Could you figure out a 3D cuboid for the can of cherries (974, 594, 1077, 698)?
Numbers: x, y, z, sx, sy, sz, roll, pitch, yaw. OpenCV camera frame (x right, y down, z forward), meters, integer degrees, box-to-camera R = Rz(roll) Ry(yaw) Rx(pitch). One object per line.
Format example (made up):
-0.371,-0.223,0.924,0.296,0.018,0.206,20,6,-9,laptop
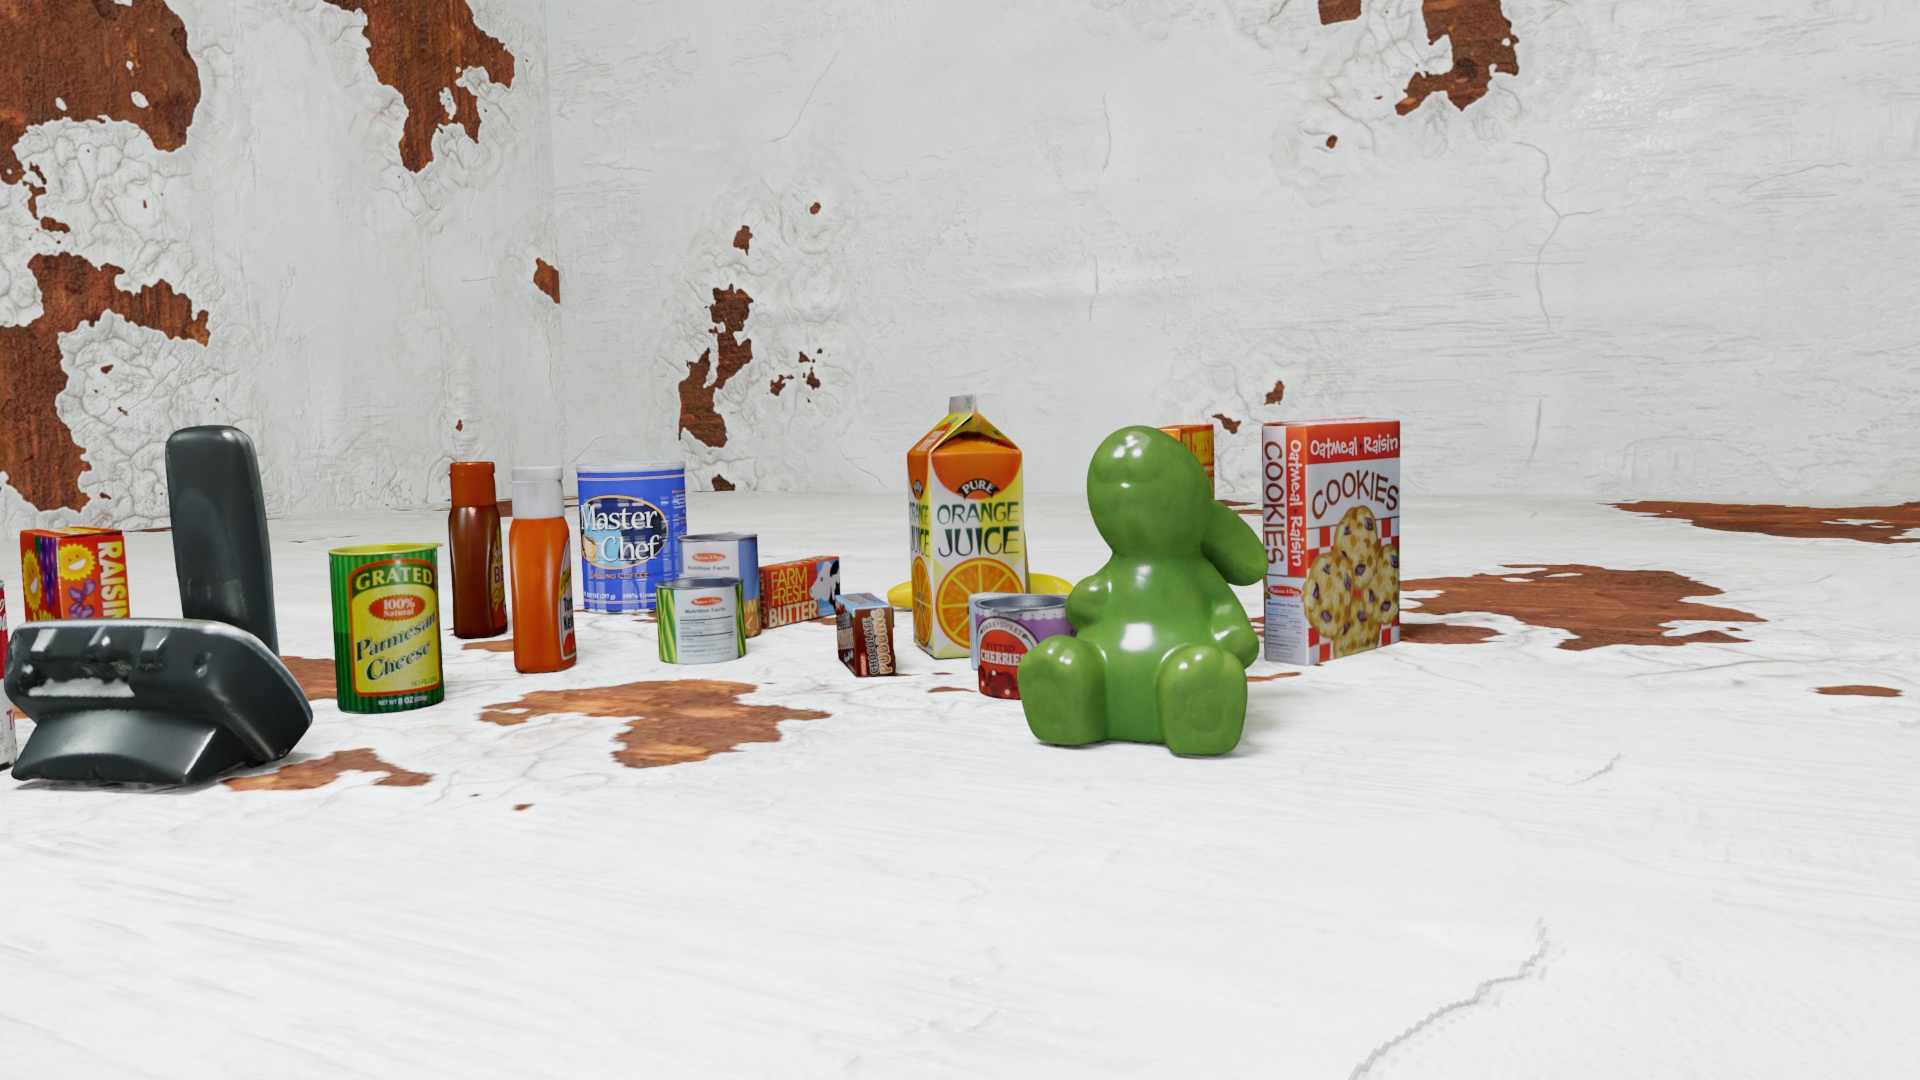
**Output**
0.041,0.067,0.888,0.071,0.058,0.071,-2,5,0,can of cherries

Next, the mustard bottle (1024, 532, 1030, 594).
0.022,-0.006,1.129,0.065,0.160,0.049,-5,6,-32,mustard bottle

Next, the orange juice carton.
0.004,-0.013,1.040,0.073,0.192,0.072,-3,5,-15,orange juice carton

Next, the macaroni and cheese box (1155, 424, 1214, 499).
0.140,0.007,0.925,0.040,0.166,0.124,0,5,20,macaroni and cheese box

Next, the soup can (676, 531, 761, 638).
-0.198,0.037,1.148,0.071,0.083,0.071,-2,5,0,soup can

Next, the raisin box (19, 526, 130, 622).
-0.543,0.054,0.856,0.086,0.123,0.040,3,7,44,raisin box

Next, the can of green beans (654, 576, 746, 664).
-0.195,0.059,1.047,0.071,0.057,0.071,-2,5,0,can of green beans

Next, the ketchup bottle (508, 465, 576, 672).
-0.308,0.020,1.020,0.043,0.148,0.065,-2,5,-6,ketchup bottle

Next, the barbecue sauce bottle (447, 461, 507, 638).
-0.414,0.007,1.189,0.044,0.148,0.065,-2,5,-9,barbecue sauce bottle

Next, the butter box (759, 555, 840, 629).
-0.145,0.044,1.218,0.024,0.053,0.104,2,6,34,butter box

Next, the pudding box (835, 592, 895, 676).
-0.068,0.066,0.987,0.030,0.049,0.084,-3,5,-14,pudding box

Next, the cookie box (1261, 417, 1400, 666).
0.266,-0.003,0.994,0.123,0.167,0.040,-6,7,-42,cookie box

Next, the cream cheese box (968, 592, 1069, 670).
0.056,0.064,0.950,0.104,0.053,0.024,1,5,27,cream cheese box

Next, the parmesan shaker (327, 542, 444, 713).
-0.369,0.055,0.902,0.071,0.103,0.071,-2,5,0,parmesan shaker
